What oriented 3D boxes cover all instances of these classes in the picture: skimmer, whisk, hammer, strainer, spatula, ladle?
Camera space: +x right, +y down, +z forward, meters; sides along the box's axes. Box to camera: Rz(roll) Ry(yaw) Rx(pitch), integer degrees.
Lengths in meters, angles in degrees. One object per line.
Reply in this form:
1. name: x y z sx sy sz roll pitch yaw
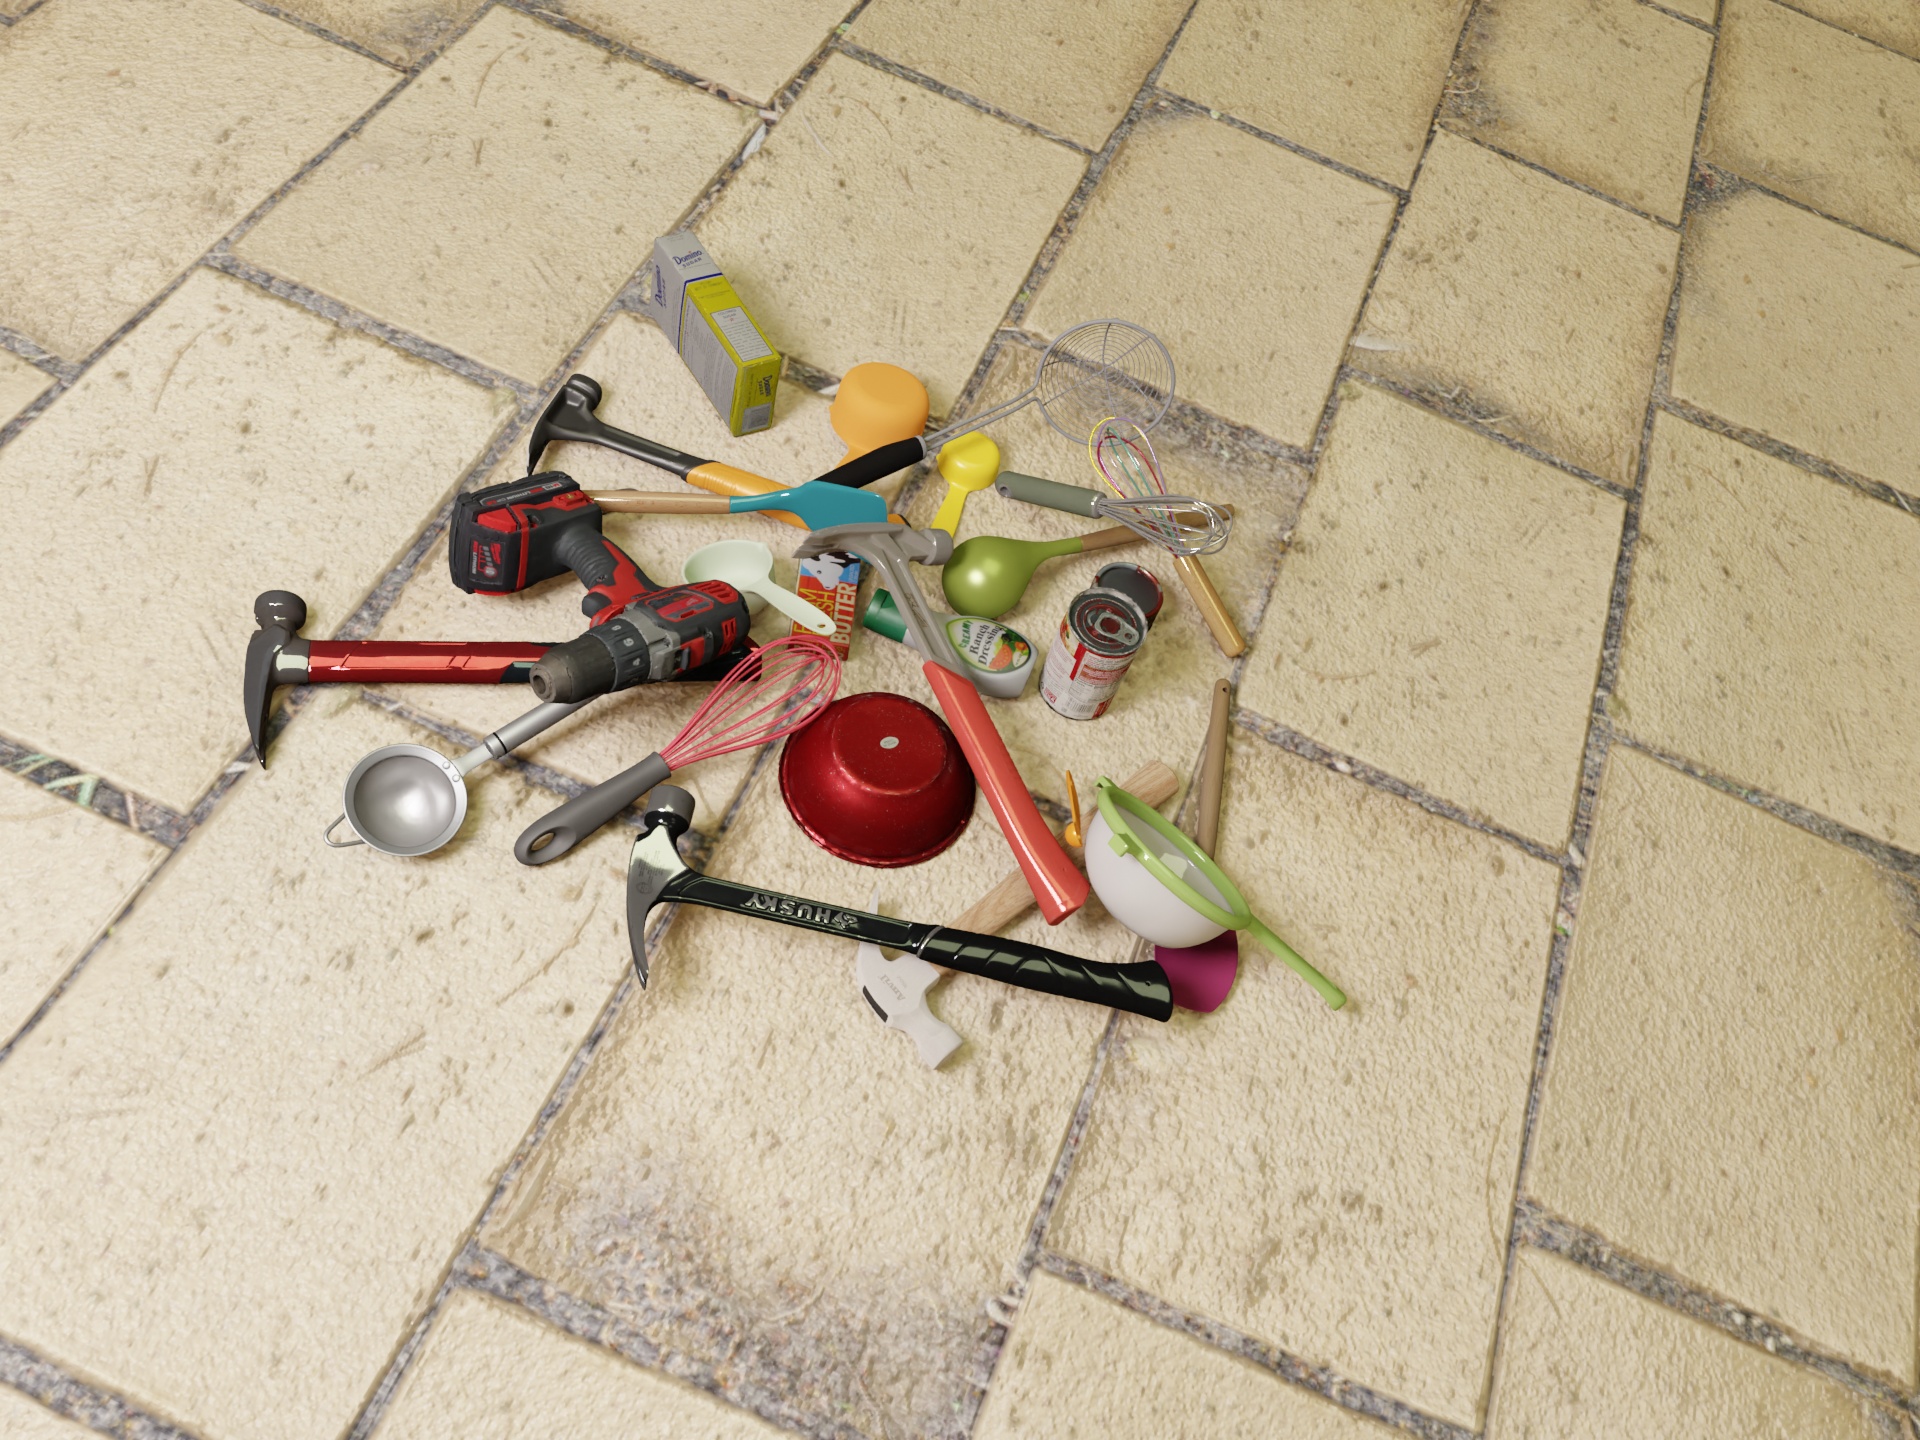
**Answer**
1. skimmer: 0.029 -0.256 1.415 0.363 0.127 0.090 -28 41 -26
2. whisk: 0.130 -0.189 1.407 0.246 0.057 0.059 19 59 35
3. hammer: -0.348 -0.033 1.240 0.386 0.038 0.143 0 58 -14
4. strainer: 0.184 0.156 1.216 0.256 0.069 0.151 40 12 -10
5. whisk: 0.186 -0.164 1.433 0.047 0.051 0.245 -28 85 -15
6. whisk: -0.213 0.022 1.219 0.296 0.073 0.073 -35 71 -22
7. hammer: -0.206 -0.205 1.388 0.337 0.034 0.127 19 47 -2
8. hammer: -0.002 -0.004 1.244 0.149 0.036 0.359 -8 63 -41
9. strainer: -0.353 0.025 1.183 0.258 0.050 0.087 -35 86 -24
10. hammer: 0.053 0.125 1.241 0.331 0.031 0.130 -35 72 -31
11. spatula: -0.220 -0.175 1.332 0.317 0.082 0.044 1 52 -4
12. hammer: -0.042 0.160 1.151 0.409 0.036 0.149 14 56 -6
13. ladle: 0.123 -0.156 1.447 0.320 0.062 0.078 -16 57 -31

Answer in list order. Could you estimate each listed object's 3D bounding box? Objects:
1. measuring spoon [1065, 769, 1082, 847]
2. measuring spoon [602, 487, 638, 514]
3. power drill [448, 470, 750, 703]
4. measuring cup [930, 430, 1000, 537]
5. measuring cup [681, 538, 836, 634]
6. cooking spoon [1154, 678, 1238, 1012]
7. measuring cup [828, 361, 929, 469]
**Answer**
1. measuring spoon: 0.085 0.068 1.240 0.011 0.021 0.117 -19 22 9
2. measuring spoon: -0.330 -0.181 1.355 0.124 0.018 0.034 -23 65 -27
3. power drill: -0.298 -0.096 1.219 0.227 0.080 0.188 34 38 25
4. measuring cup: -0.003 -0.207 1.447 0.062 0.029 0.157 20 52 -1
5. measuring cup: -0.159 -0.095 1.299 0.168 0.038 0.083 32 53 32
6. cooking spoon: 0.203 0.094 1.307 0.068 0.017 0.319 16 55 -5
7. measuring cup: -0.084 -0.264 1.433 0.095 0.052 0.174 23 43 1
